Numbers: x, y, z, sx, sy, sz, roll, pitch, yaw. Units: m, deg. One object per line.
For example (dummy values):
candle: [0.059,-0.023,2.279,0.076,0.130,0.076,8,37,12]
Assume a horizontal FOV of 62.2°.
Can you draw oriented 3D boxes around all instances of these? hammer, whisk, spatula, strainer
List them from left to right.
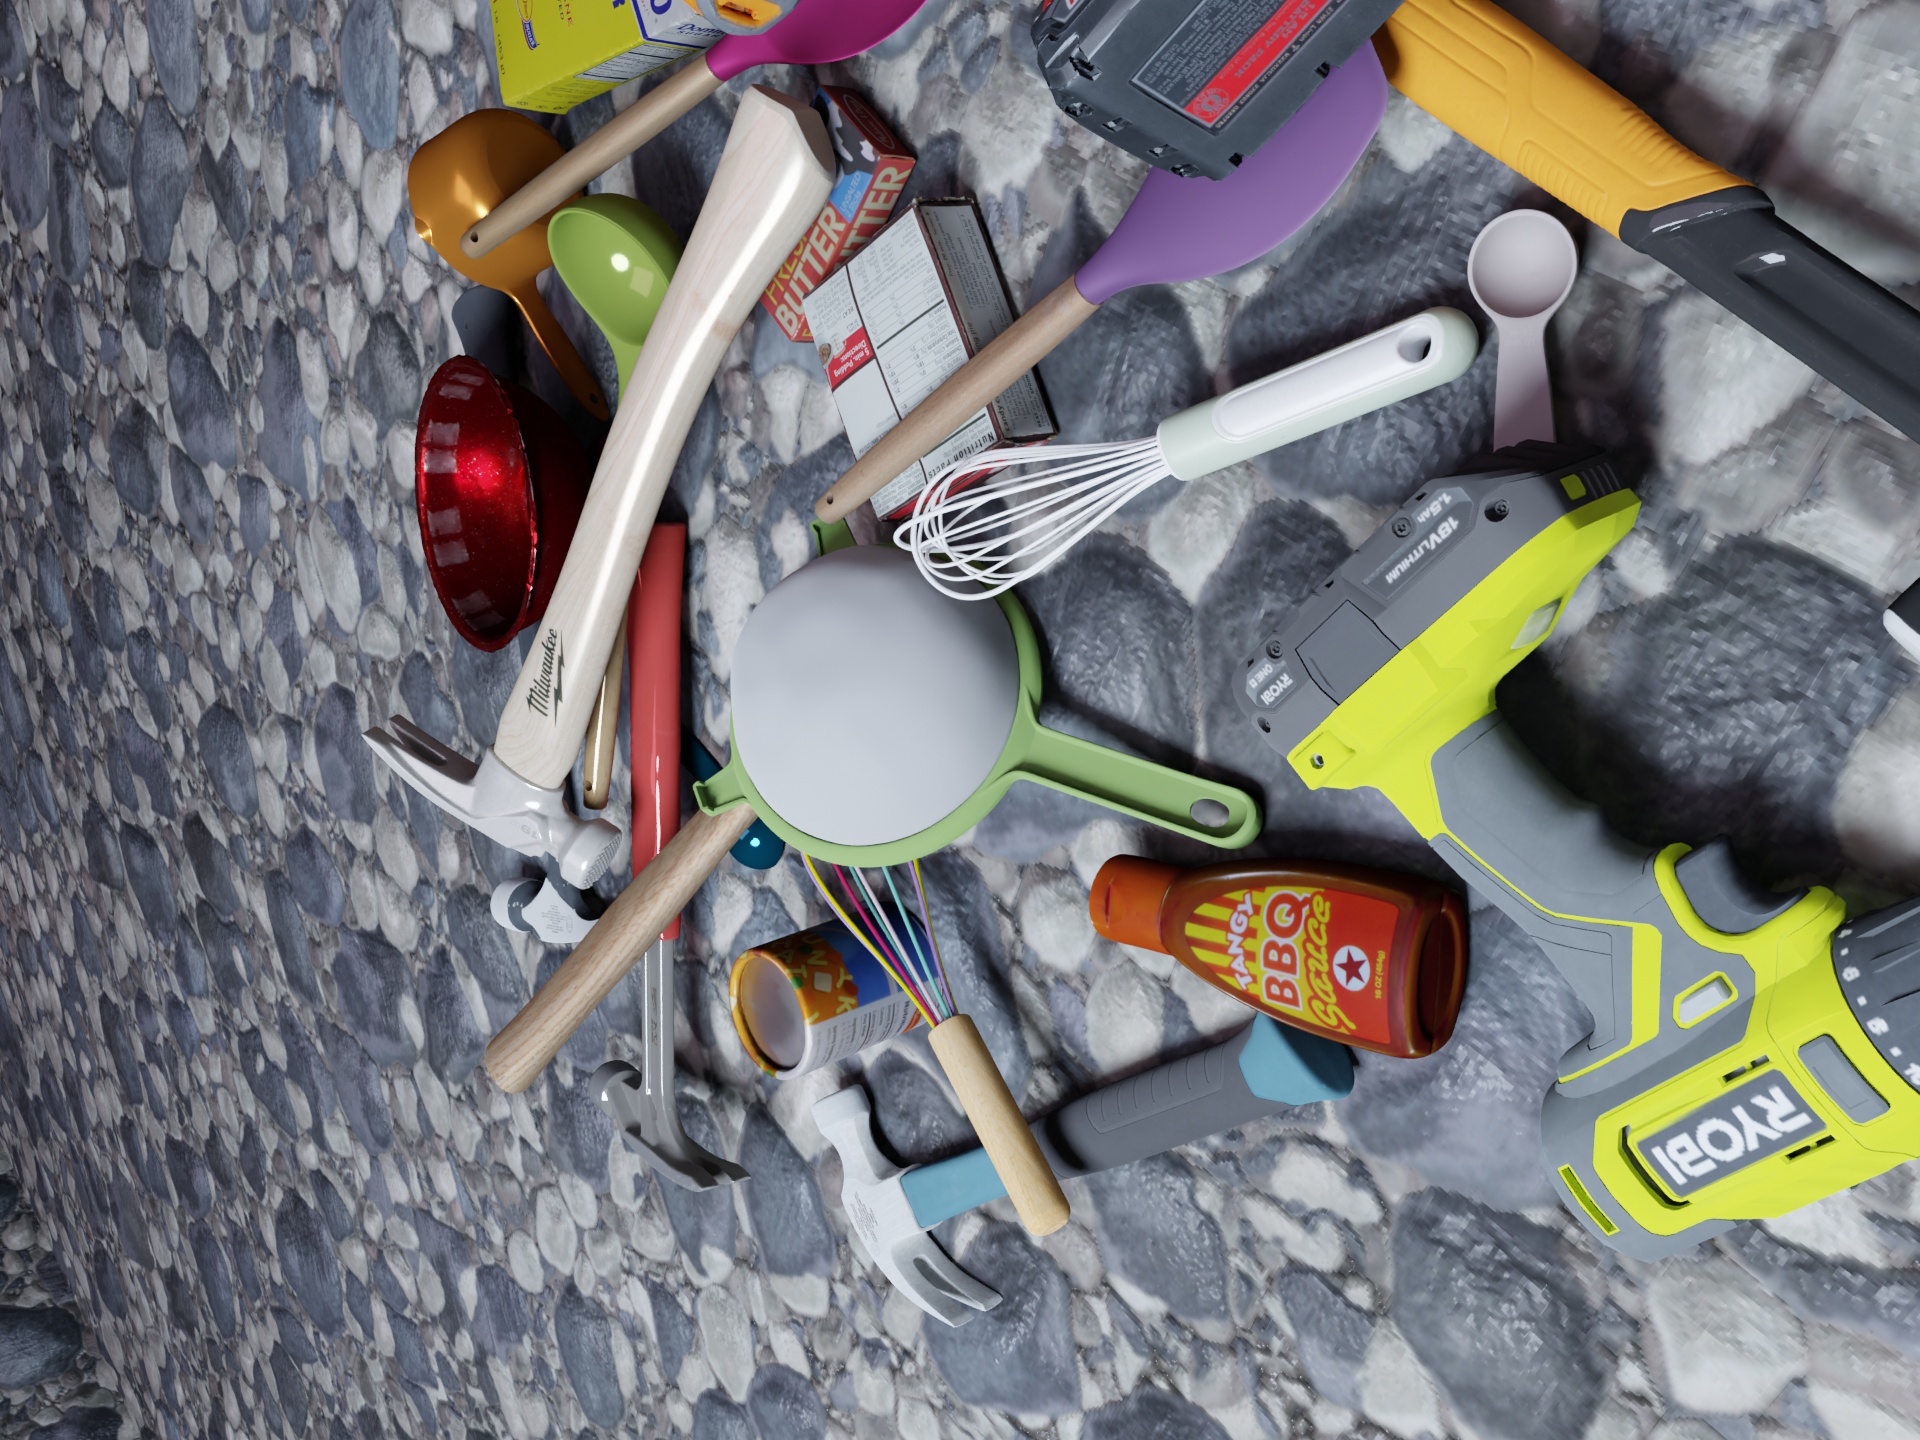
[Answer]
hammer: [-0.265,-0.058,0.981,0.149,0.036,0.409,4,103,45]
hammer: [-0.171,-0.109,0.770,0.146,0.038,0.410,31,116,5]
hammer: [-0.164,0.072,0.880,0.149,0.036,0.359,13,105,52]
hammer: [-0.147,0.083,0.804,0.331,0.031,0.130,-47,46,24]
whisk: [-0.012,0.120,0.731,0.245,0.047,0.051,60,141,29]
strainer: [-0.001,-0.002,0.655,0.256,0.069,0.151,19,80,28]
spatula: [0.033,-0.146,0.595,0.316,0.018,0.060,-30,73,47]
hammer: [0.044,0.192,0.722,0.331,0.033,0.128,-36,73,45]
whisk: [0.073,-0.098,0.589,0.246,0.059,0.058,-17,77,38]
hammer: [0.195,-0.161,0.450,0.127,0.034,0.337,-50,58,18]

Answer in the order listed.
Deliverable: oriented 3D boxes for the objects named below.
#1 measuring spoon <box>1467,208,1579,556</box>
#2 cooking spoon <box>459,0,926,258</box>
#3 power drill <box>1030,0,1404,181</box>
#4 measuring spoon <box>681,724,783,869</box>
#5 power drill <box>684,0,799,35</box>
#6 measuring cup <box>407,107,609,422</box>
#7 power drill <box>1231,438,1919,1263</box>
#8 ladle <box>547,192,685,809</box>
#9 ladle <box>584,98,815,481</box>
measuring spoon: [0.184,-0.101,0.512,0.034,0.018,0.124,8,113,39]
cooking spoon: [-0.131,-0.291,0.738,0.319,0.017,0.068,-20,98,33]
power drill: [0.073,-0.307,0.496,0.188,0.080,0.227,-41,52,37]
measuring spoon: [-0.143,0.037,0.886,0.129,0.021,0.042,43,129,31]
power drill: [-0.092,-0.418,0.640,0.164,0.084,0.226,45,119,27]
measuring cup: [-0.226,-0.249,0.868,0.052,0.095,0.173,-20,106,37]
power drill: [0.207,0.030,0.470,0.229,0.080,0.190,54,134,15]
ladle: [-0.184,-0.103,0.815,0.078,0.062,0.320,18,109,30]
ladle: [-0.141,-0.189,0.821,0.315,0.031,0.069,-48,65,40]
